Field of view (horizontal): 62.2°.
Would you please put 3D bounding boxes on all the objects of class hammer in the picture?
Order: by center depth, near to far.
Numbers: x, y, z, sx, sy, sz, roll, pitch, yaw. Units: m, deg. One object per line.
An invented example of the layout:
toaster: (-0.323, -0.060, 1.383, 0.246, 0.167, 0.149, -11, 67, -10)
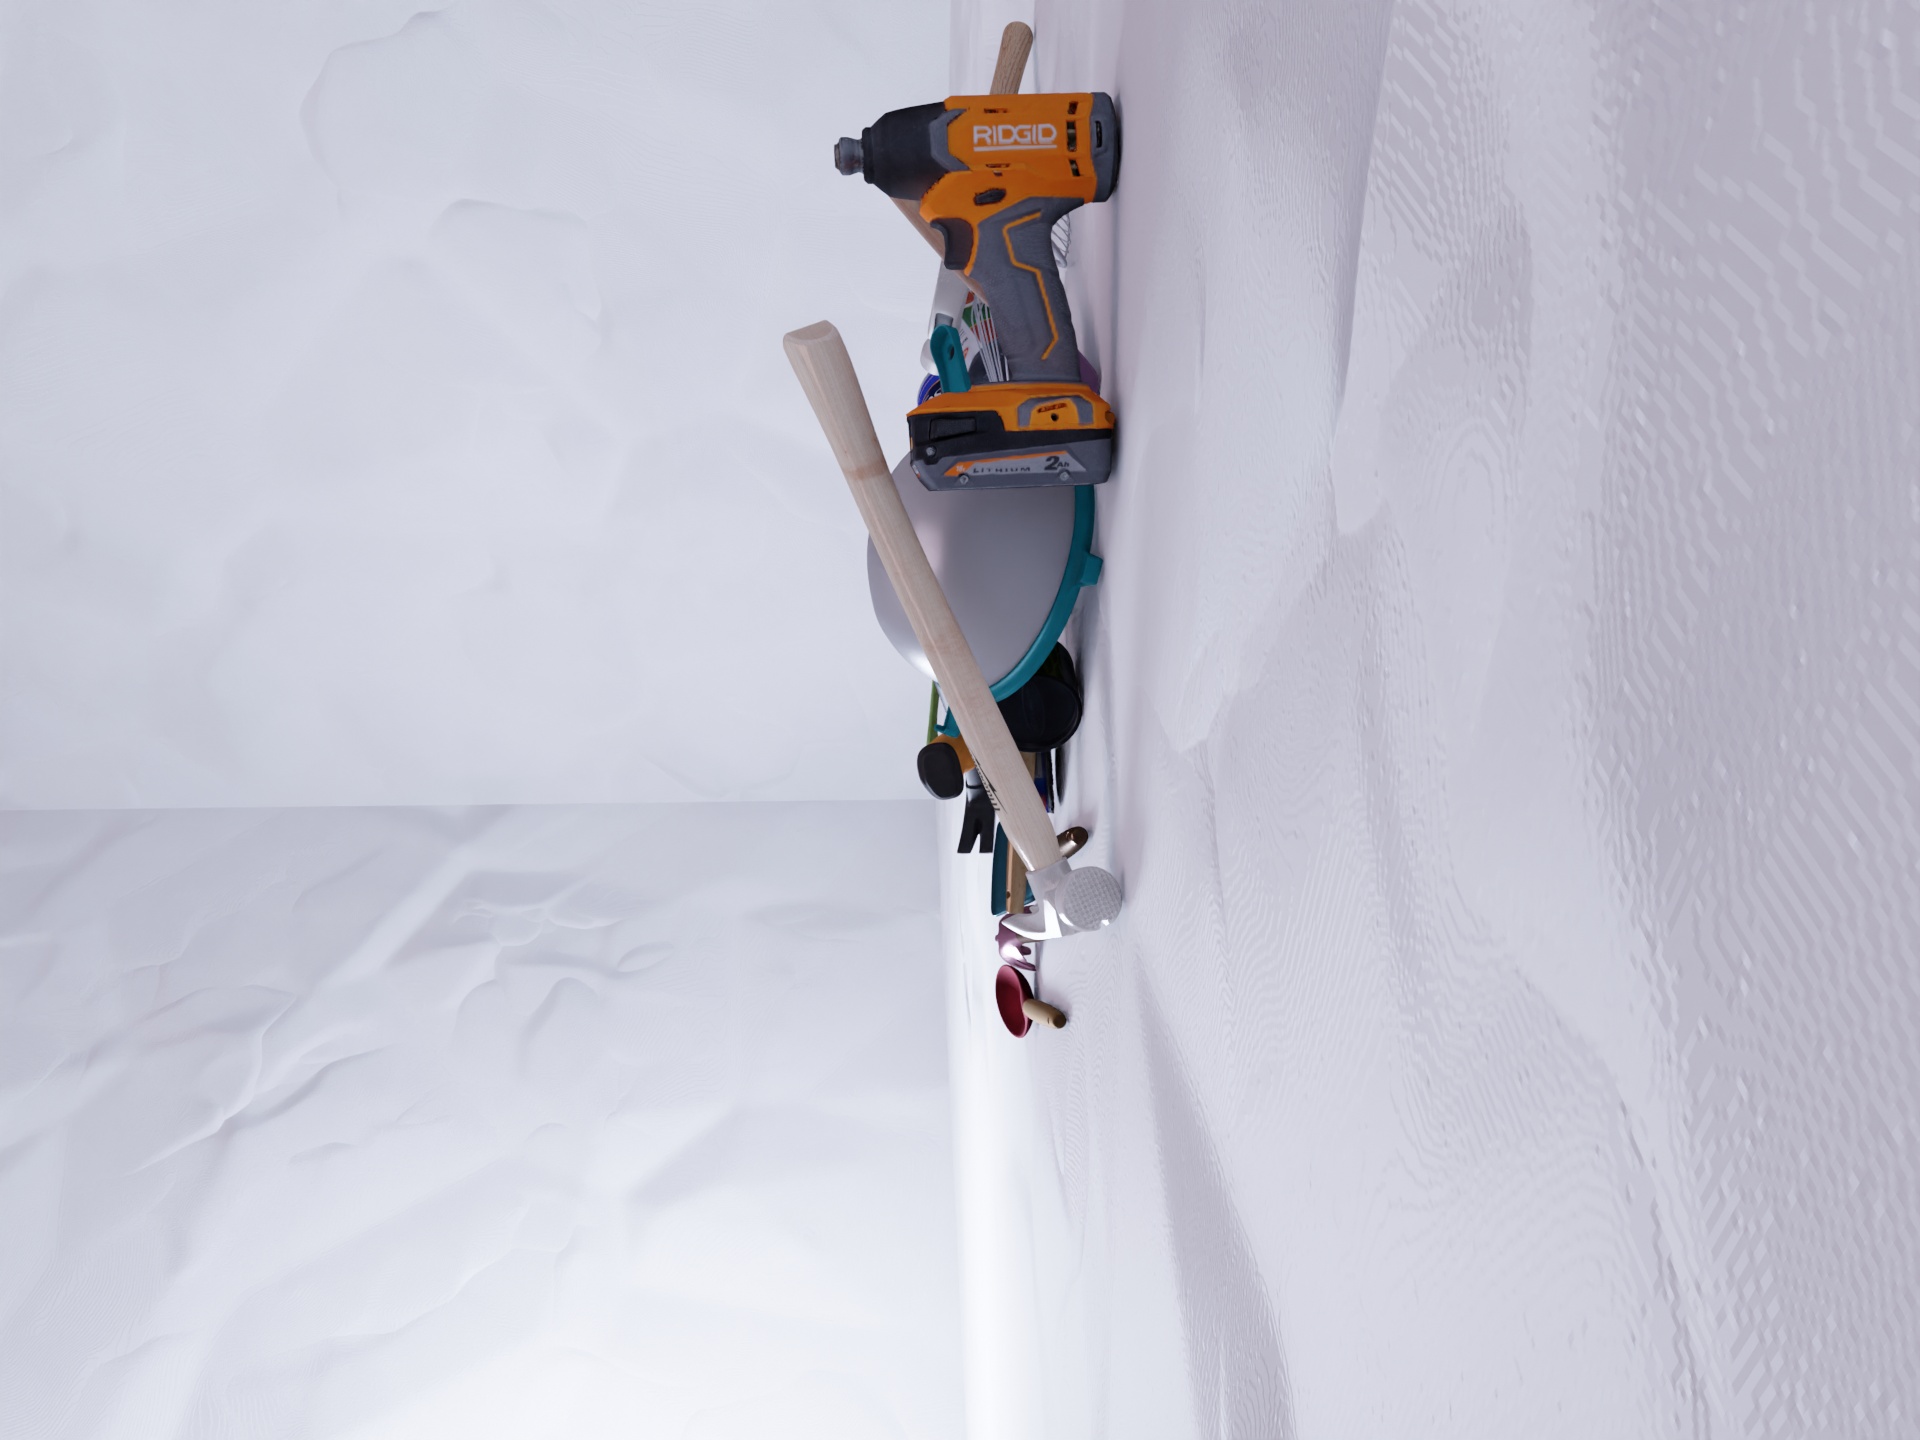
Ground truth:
hammer: (-0.017, -0.055, 0.999, 0.411, 0.038, 0.146, 66, 163, 3)
hammer: (0.013, 0.008, 1.271, 0.337, 0.034, 0.127, -28, -73, -78)
hammer: (0.019, -0.459, 1.334, 0.130, 0.031, 0.331, 110, 173, -66)
hammer: (-0.002, -0.005, 1.431, 0.334, 0.035, 0.146, 74, -163, -58)

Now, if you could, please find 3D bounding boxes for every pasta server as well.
pasta server: (0.065, 0.177, 1.325, 0.316, 0.040, 0.060, 124, 146, -78)

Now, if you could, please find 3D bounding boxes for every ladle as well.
ladle: (0.039, -0.016, 1.192, 0.078, 0.062, 0.320, -4, 81, 64)
ladle: (0.062, 0.246, 1.360, 0.315, 0.031, 0.069, 125, 134, -82)

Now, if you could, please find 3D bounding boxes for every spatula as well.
spatula: (0.014, -0.304, 1.110, 0.316, 0.018, 0.059, 56, 156, 36)
spatula: (0.059, 0.103, 1.215, 0.317, 0.044, 0.082, 111, 163, -80)

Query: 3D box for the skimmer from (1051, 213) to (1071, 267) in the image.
skimmer: (0.032, -0.268, 1.214, 0.127, 0.090, 0.363, 51, 151, 44)

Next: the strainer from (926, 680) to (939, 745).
strainer: (0.006, -0.092, 1.669, 0.151, 0.069, 0.256, -84, 0, -79)

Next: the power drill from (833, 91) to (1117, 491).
power drill: (0.011, -0.251, 0.937, 0.084, 0.164, 0.226, -125, 33, -82)

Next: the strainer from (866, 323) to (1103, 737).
strainer: (-0.016, -0.172, 1.125, 0.211, 0.095, 0.341, -48, 41, 41)

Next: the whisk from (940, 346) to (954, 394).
whisk: (0.021, -0.157, 1.266, 0.073, 0.073, 0.296, 138, 120, -86)

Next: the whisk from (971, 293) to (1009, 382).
whisk: (0.046, -0.250, 1.331, 0.070, 0.070, 0.284, -95, 1, -60)
